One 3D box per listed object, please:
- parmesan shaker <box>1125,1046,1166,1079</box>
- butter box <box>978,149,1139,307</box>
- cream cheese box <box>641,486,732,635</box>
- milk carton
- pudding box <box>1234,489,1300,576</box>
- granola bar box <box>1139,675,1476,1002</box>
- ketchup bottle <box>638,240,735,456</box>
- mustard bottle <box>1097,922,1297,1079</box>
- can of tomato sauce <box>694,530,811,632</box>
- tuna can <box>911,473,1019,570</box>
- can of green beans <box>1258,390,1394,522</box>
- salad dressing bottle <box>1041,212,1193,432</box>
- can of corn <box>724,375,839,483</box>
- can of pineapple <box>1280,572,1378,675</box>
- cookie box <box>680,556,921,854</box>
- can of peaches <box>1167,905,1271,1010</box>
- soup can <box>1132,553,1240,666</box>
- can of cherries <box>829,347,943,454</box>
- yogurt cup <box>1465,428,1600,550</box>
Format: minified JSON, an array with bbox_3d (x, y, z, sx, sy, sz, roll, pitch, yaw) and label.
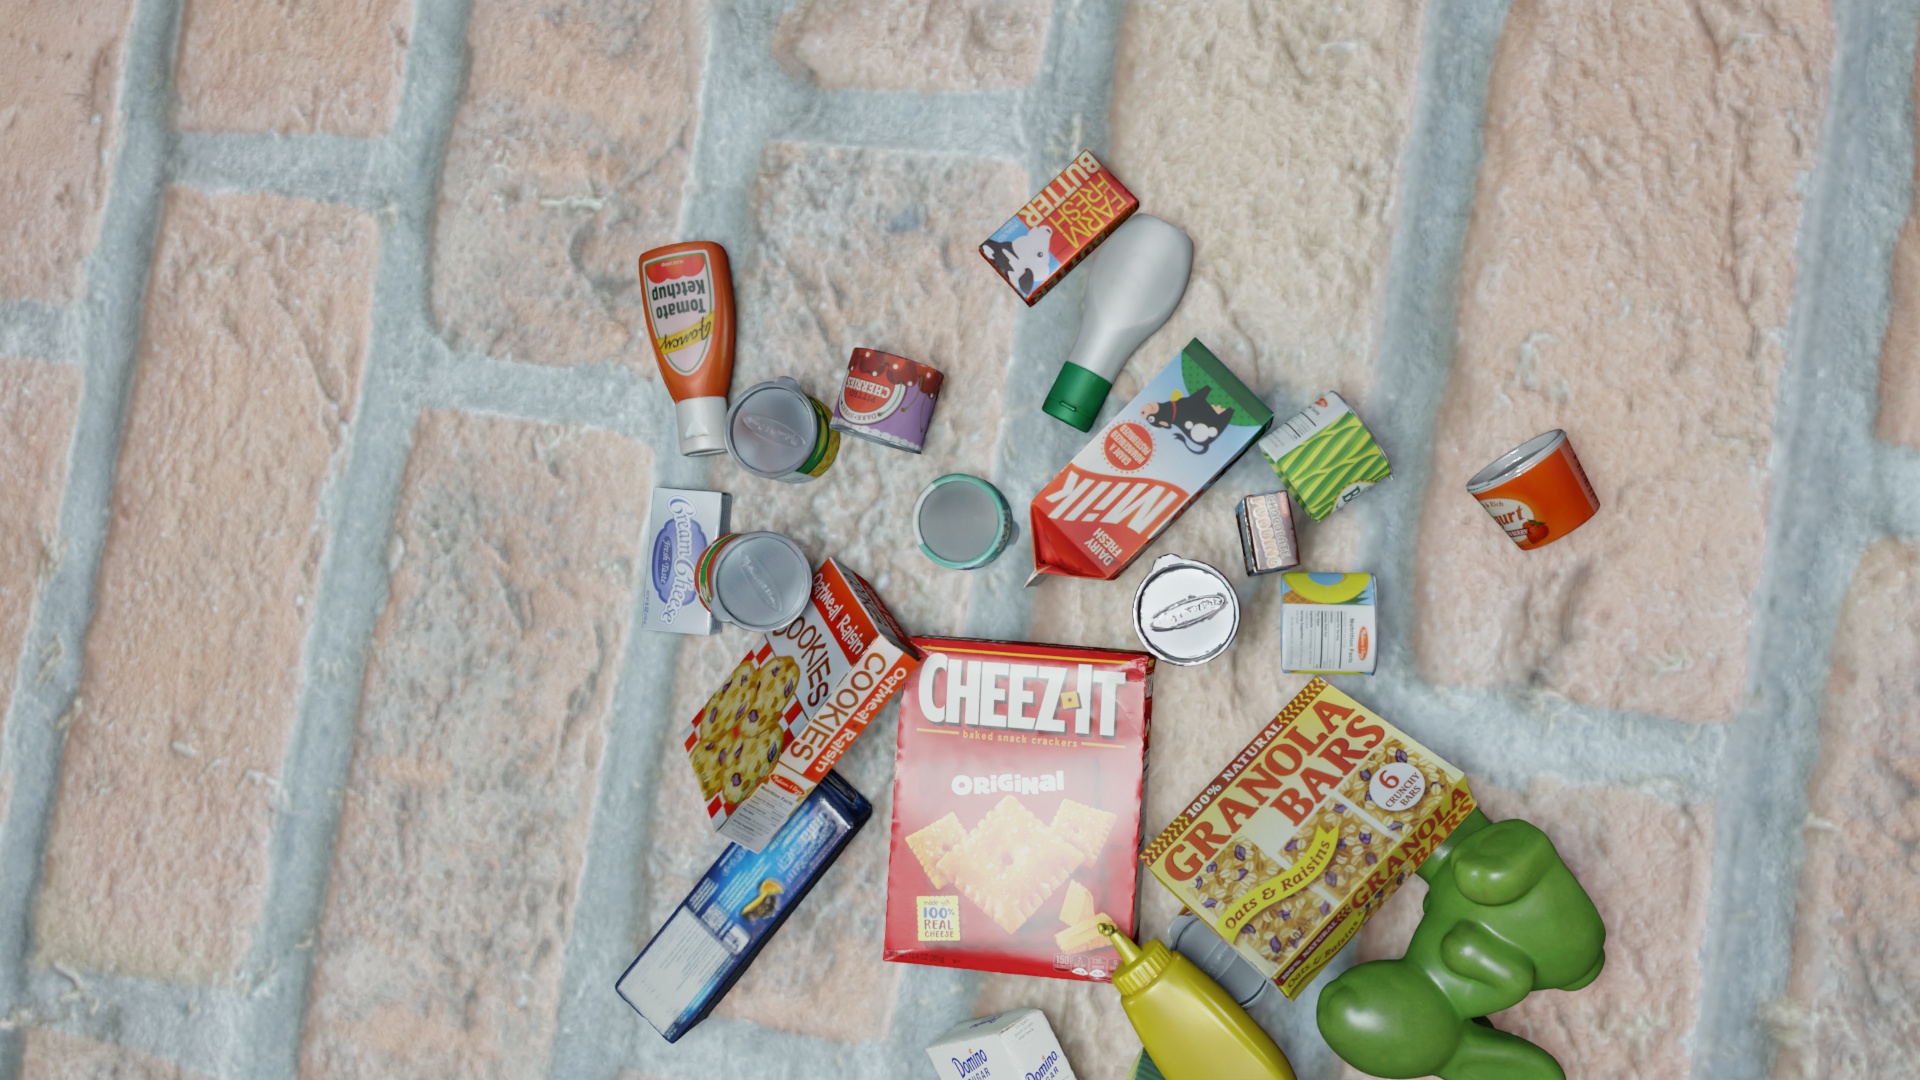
[{"bbox_3d":[0.150,0.380,0.889,0.103,0.071,0.071,24,92,11],"label":"parmesan shaker"},{"bbox_3d":[0.068,-0.215,0.957,0.103,0.024,0.053,-41,80,6],"label":"butter box"},{"bbox_3d":[-0.196,0.015,0.994,0.053,0.024,0.104,4,88,9],"label":"cream cheese box"},{"bbox_3d":[0.112,-0.036,0.914,0.190,0.072,0.073,-45,81,6],"label":"milk carton"},{"bbox_3d":[0.196,-0.004,0.892,0.030,0.083,0.049,-10,85,7],"label":"pudding box"},{"bbox_3d":[0.210,0.178,0.850,0.166,0.039,0.124,-43,40,-9],"label":"granola bar box"},{"bbox_3d":[-0.190,-0.135,0.992,0.065,0.043,0.149,-8,86,10],"label":"ketchup bottle"},{"bbox_3d":[0.139,0.293,0.844,0.065,0.049,0.160,-40,85,12],"label":"mustard bottle"},{"bbox_3d":[-0.144,0.028,0.943,0.071,0.083,0.071,0,90,-19],"label":"can of tomato sauce"},{"bbox_3d":[0.003,-0.012,0.954,0.071,0.033,0.071,-1,87,11],"label":"tuna can"},{"bbox_3d":[0.235,-0.053,0.896,0.058,0.071,0.071,-36,82,8],"label":"can of green beans"},{"bbox_3d":[0.104,-0.146,0.937,0.064,0.044,0.147,28,93,9],"label":"salad dressing bottle"},{"bbox_3d":[-0.122,-0.076,0.968,0.071,0.058,0.071,-1,87,11],"label":"can of corn"},{"bbox_3d":[0.235,0.053,0.892,0.058,0.071,0.071,0,87,11],"label":"can of pineapple"},{"bbox_3d":[-0.109,0.106,0.928,0.040,0.123,0.167,37,95,-31],"label":"cookie box"},{"bbox_3d":[0.167,0.262,0.896,0.071,0.058,0.071,0,88,11],"label":"can of peaches"},{"bbox_3d":[0.146,0.044,0.898,0.071,0.084,0.071,-1,87,10],"label":"soup can"},{"bbox_3d":[-0.051,-0.096,0.949,0.071,0.071,0.058,17,90,11],"label":"can of cherries"},{"bbox_3d":[0.362,-0.030,0.873,0.072,0.072,0.054,-34,90,7],"label":"yogurt cup"}]
